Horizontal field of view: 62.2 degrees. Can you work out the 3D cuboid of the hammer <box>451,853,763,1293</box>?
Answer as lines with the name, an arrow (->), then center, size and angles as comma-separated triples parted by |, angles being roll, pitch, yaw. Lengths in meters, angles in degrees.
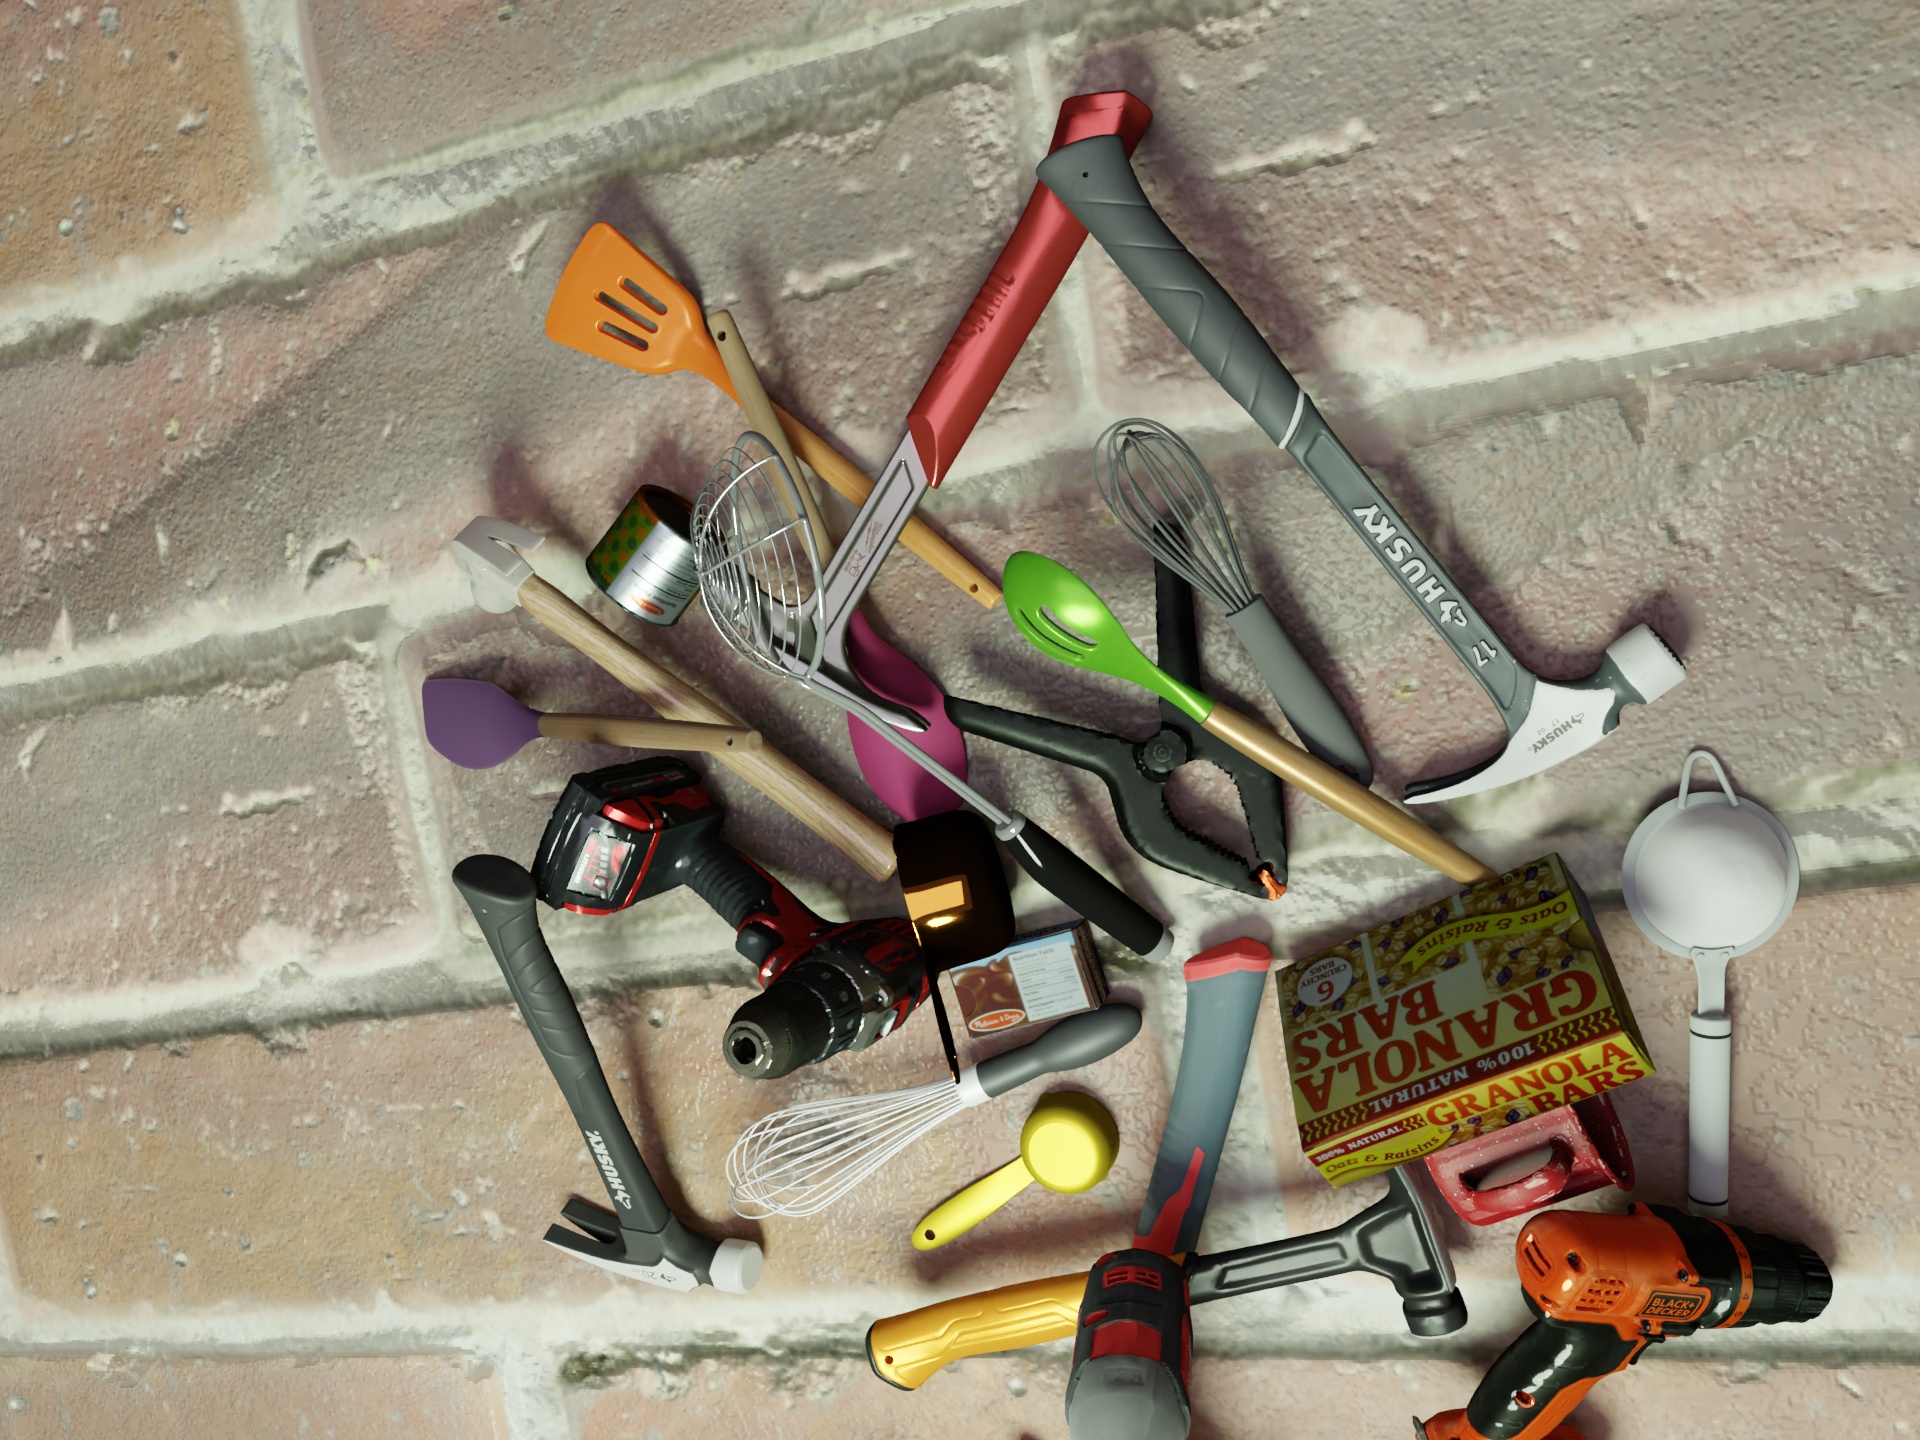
hammer -> -0.230, 0.219, 0.954 | 0.146, 0.035, 0.334 | 1, 124, 24

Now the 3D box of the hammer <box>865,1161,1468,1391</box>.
hammer -> 0.096, 0.310, 0.883 | 0.337, 0.034, 0.127 | -20, 92, 18

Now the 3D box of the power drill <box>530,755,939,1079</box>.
power drill -> -0.136, 0.116, 0.904 | 0.227, 0.188, 0.080 | 31, 107, 17

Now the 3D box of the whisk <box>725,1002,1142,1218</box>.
whisk -> -0.020, 0.228, 0.948 | 0.284, 0.070, 0.070 | -27, 88, 15

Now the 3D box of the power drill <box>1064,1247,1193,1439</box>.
power drill -> 0.094, 0.401, 0.817 | 0.078, 0.143, 0.219 | -3, 115, 11

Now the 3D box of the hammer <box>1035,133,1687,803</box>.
hammer -> 0.179, -0.136, 0.817 | 0.149, 0.036, 0.409 | -40, 89, 21

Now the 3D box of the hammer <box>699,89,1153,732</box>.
hammer -> 0.006, -0.174, 0.875 | 0.149, 0.037, 0.359 | 32, 100, 0

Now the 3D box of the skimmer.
skimmer -> -0.001, -0.003, 0.850 | 0.363, 0.127, 0.090 | 39, 76, -19

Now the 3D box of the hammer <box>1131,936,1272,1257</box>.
hammer -> 0.130, 0.312, 0.911 | 0.143, 0.038, 0.386 | 16, 102, 16

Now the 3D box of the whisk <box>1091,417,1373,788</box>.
whisk -> 0.148, -0.058, 0.840 | 0.055, 0.055, 0.239 | -33, 98, 20

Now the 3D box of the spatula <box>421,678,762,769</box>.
spatula -> -0.235, 0.006, 0.964 | 0.316, 0.018, 0.060 | 3, 100, 39

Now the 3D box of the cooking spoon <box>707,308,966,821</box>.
cooking spoon -> -0.076, -0.086, 0.924 | 0.069, 0.017, 0.319 | -20, 98, 21

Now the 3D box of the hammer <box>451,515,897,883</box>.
hammer -> -0.169, -0.012, 0.951 | 0.331, 0.130, 0.031 | 37, 72, 4

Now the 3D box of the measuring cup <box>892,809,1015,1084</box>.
measuring cup -> 0.005, 0.121, 0.871 | 0.052, 0.174, 0.095 | -18, 131, 4

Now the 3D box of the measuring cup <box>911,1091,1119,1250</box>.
measuring cup -> 0.026, 0.279, 0.947 | 0.156, 0.029, 0.062 | -39, 83, 18

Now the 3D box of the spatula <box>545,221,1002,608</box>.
spatula -> -0.105, -0.168, 0.931 | 0.323, 0.041, 0.081 | 40, 115, 9

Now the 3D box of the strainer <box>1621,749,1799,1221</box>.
strainer -> 0.381, 0.146, 0.802 | 0.087, 0.050, 0.258 | -3, 100, 5

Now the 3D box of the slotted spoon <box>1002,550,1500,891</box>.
slotted spoon -> 0.152, 0.008, 0.833 | 0.313, 0.070, 0.031 | 31, 64, -3
